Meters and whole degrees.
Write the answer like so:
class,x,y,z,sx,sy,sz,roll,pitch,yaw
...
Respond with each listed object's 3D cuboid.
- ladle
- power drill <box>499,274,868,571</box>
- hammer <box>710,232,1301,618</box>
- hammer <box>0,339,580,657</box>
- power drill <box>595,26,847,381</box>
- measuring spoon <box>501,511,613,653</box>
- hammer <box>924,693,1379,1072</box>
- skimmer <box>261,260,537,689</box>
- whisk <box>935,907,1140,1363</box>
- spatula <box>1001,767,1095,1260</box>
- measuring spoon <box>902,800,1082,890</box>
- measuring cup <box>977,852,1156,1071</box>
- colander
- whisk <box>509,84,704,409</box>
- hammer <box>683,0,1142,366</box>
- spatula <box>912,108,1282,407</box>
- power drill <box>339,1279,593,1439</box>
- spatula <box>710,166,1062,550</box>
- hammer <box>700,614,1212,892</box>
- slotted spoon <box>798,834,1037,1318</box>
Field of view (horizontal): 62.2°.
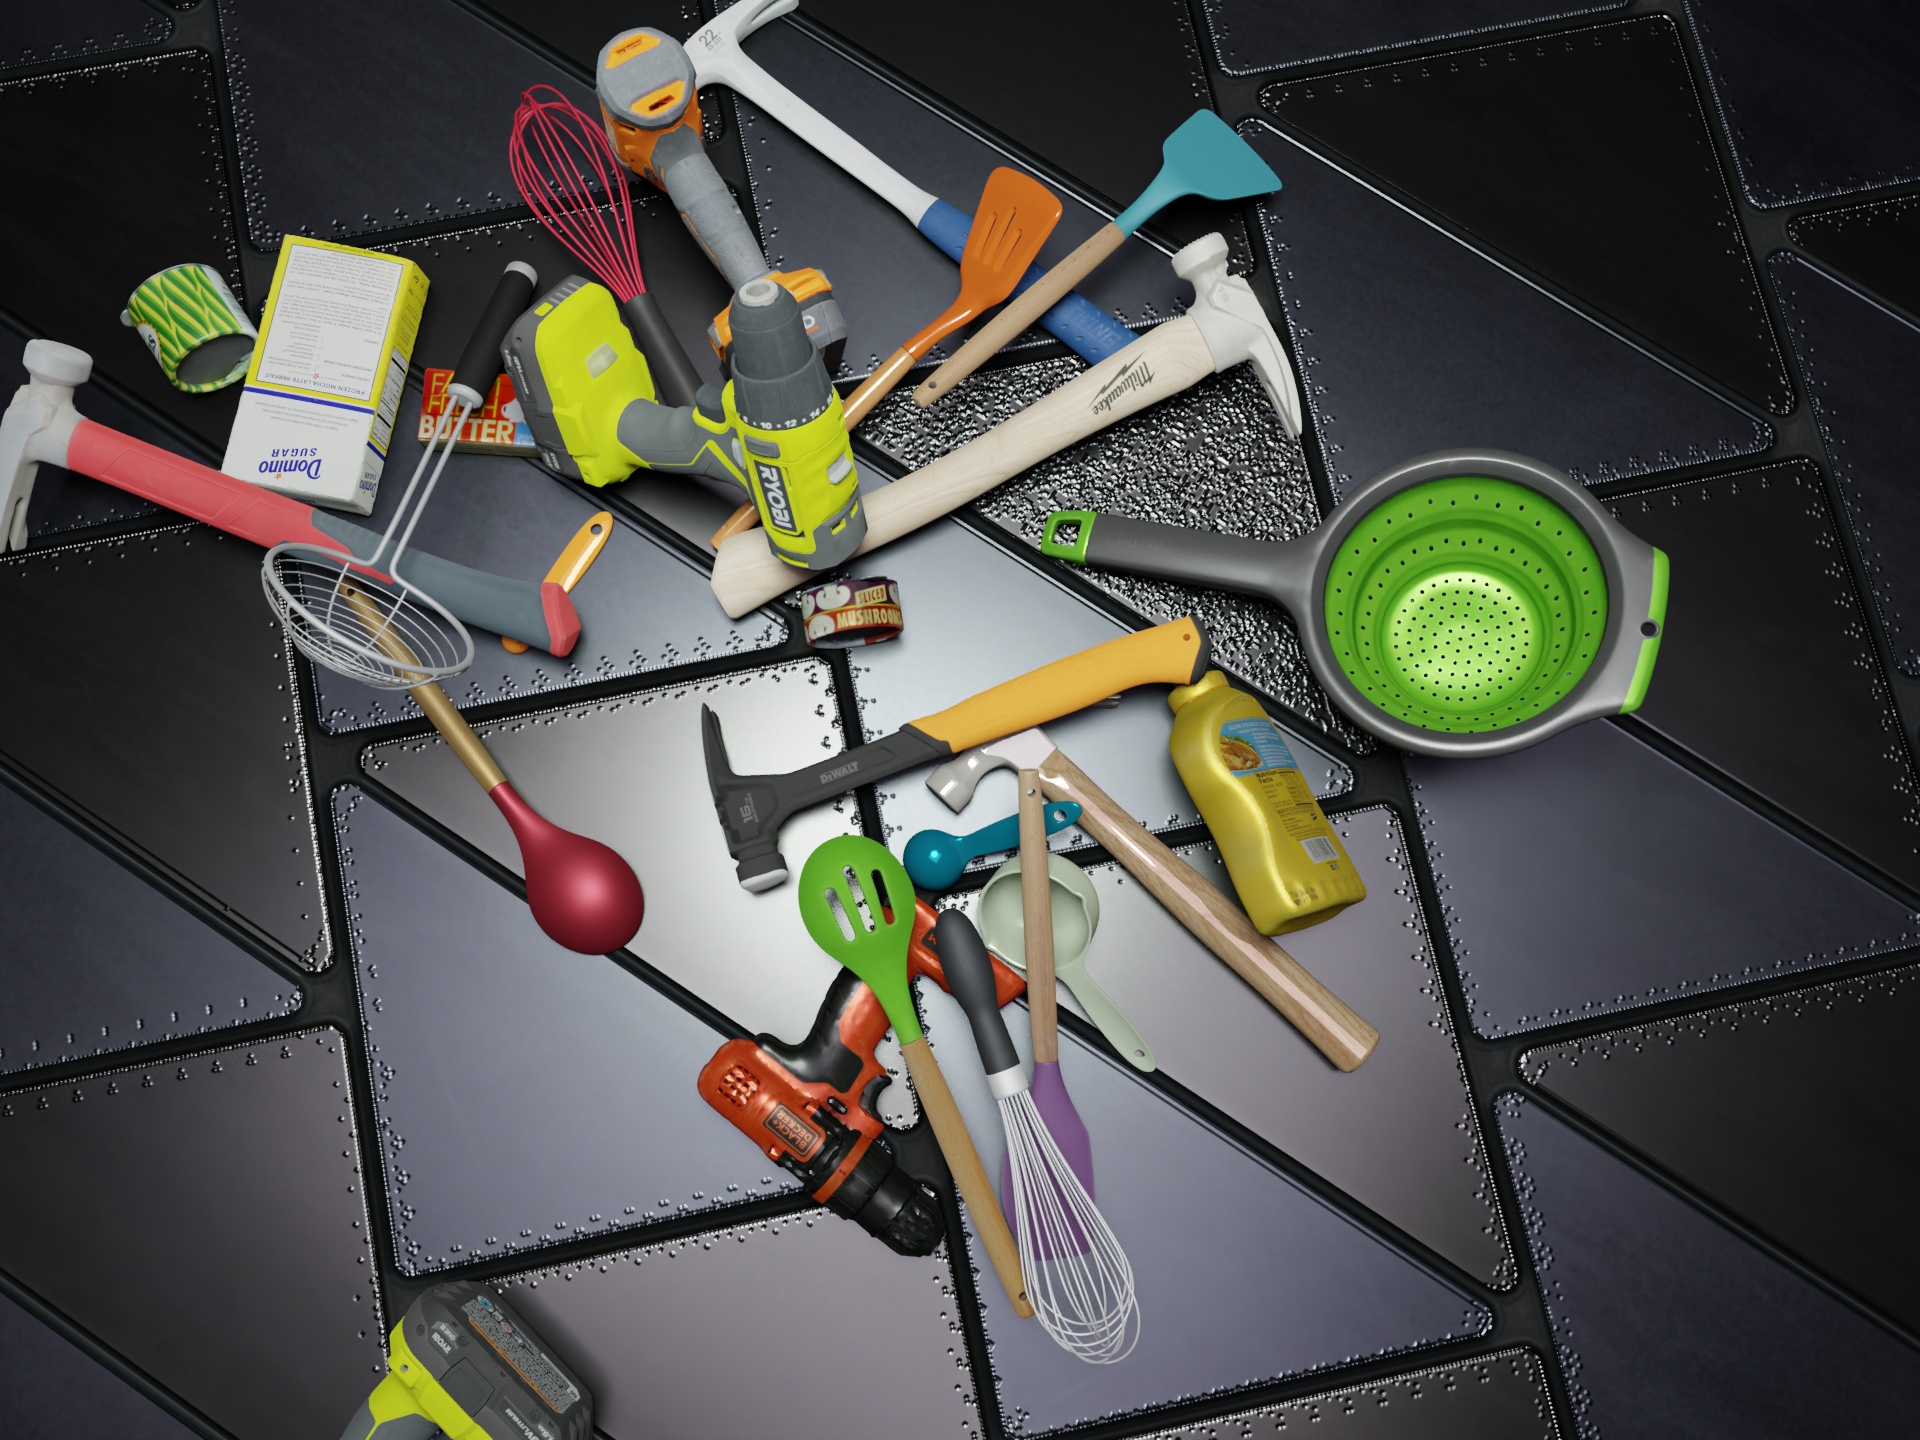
class,x,y,z,sx,sy,sz,roll,pitch,yaw
ladle,-0.318,0.024,1.049,0.069,0.031,0.315,-38,81,-7
power drill,-0.170,-0.201,0.990,0.229,0.190,0.080,20,54,25
hammer,0.025,-0.168,1.068,0.410,0.038,0.146,-28,91,1
hammer,-0.439,-0.111,1.039,0.386,0.038,0.143,22,104,-1
power drill,-0.164,-0.327,1.064,0.084,0.164,0.226,-30,94,-7
measuring spoon,-0.273,-0.095,1.078,0.021,0.011,0.117,33,80,5
hammer,0.140,0.104,1.042,0.331,0.031,0.130,42,82,6
skimmer,-0.321,-0.172,0.997,0.127,0.090,0.364,28,55,-24
whisk,0.039,0.249,0.959,0.070,0.070,0.285,-20,83,-5
spatula,0.049,0.186,0.988,0.059,0.018,0.316,-4,98,-7
measuring spoon,0.018,0.079,1.020,0.128,0.021,0.042,-21,100,21
measuring cup,0.079,0.155,1.027,0.083,0.038,0.167,-31,103,31
colander,0.250,-0.082,1.060,0.397,0.094,0.204,12,80,19
whisk,-0.231,-0.305,1.096,0.073,0.073,0.296,-27,87,-6
hammer,-0.027,-0.369,1.123,0.405,0.035,0.144,38,81,5
spatula,0.088,-0.312,1.088,0.317,0.044,0.082,-41,83,-9
power drill,-0.334,0.465,0.944,0.171,0.080,0.223,43,85,7
spatula,-0.057,-0.235,1.071,0.322,0.041,0.081,-45,51,2
hammer,-0.002,-0.003,1.028,0.337,0.034,0.127,-20,72,2
slotted spoon,-0.017,0.217,0.966,0.070,0.031,0.314,-23,91,-12
